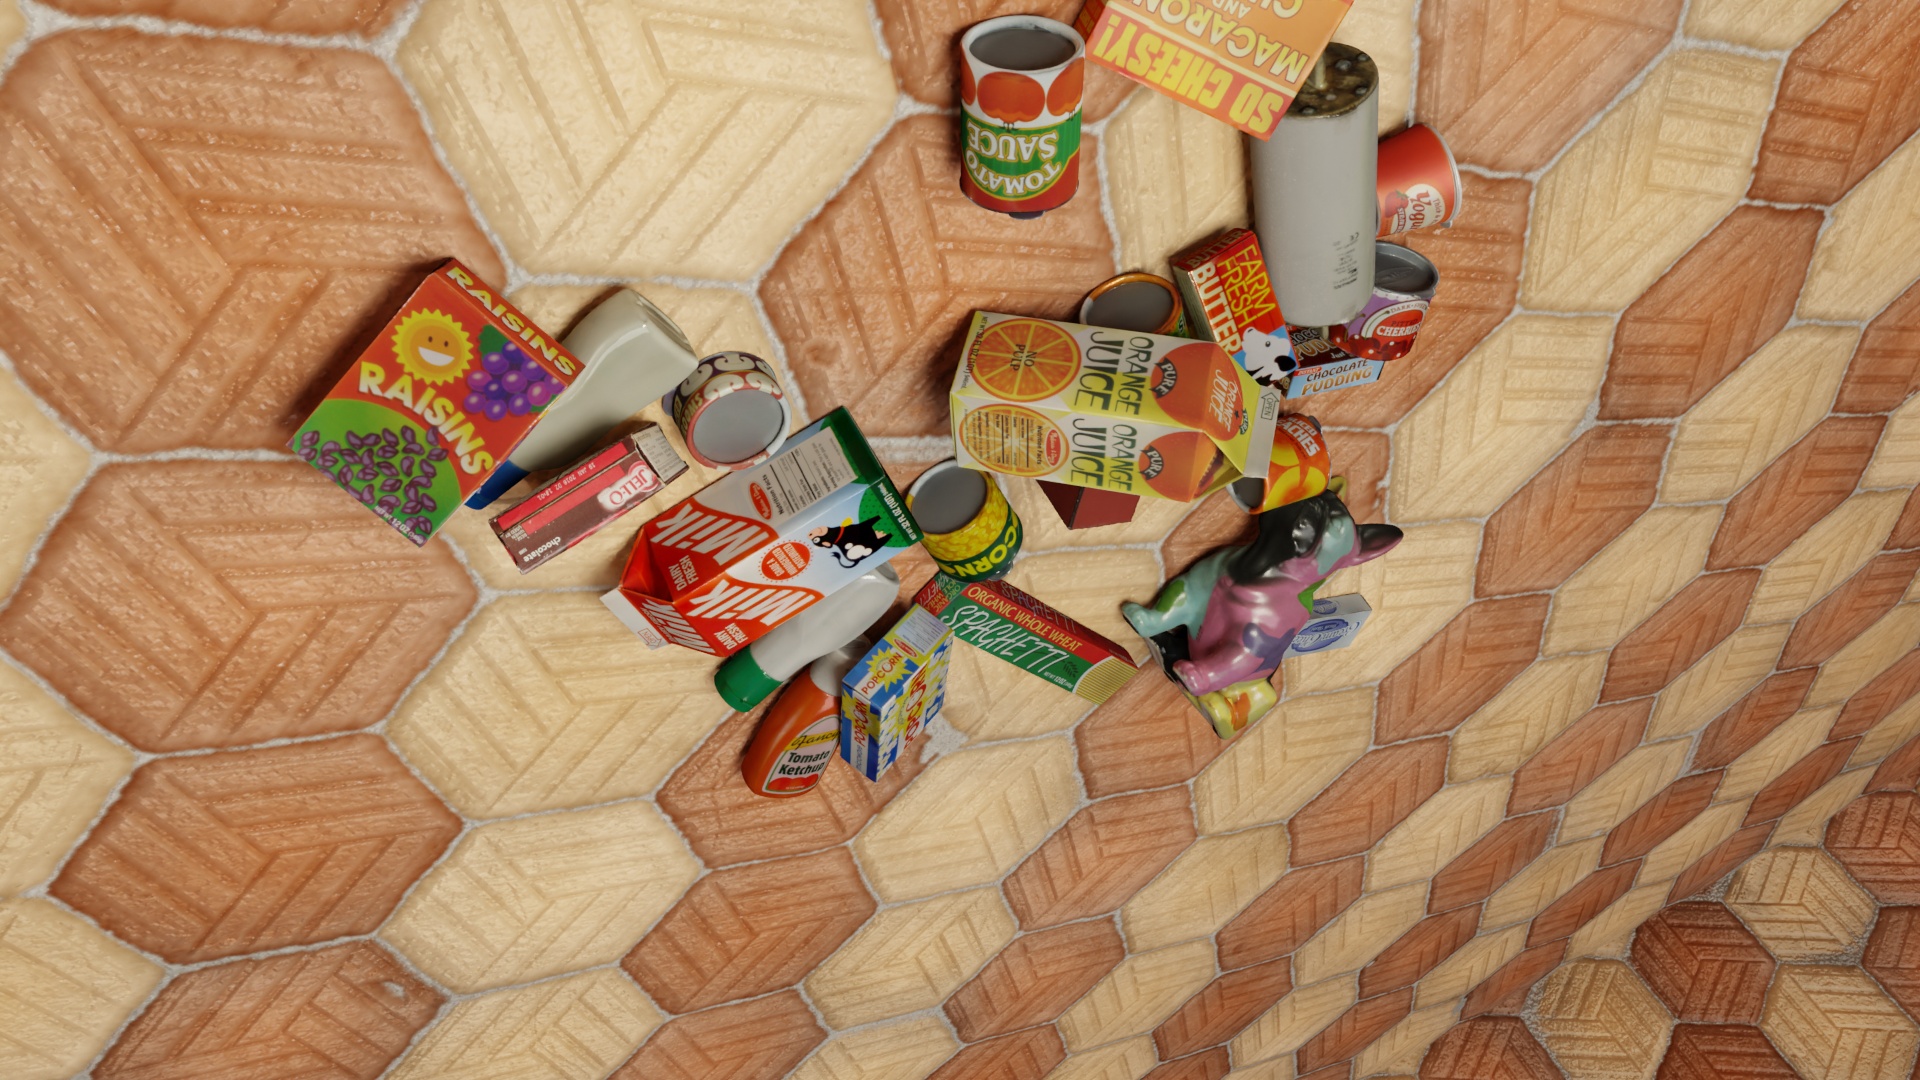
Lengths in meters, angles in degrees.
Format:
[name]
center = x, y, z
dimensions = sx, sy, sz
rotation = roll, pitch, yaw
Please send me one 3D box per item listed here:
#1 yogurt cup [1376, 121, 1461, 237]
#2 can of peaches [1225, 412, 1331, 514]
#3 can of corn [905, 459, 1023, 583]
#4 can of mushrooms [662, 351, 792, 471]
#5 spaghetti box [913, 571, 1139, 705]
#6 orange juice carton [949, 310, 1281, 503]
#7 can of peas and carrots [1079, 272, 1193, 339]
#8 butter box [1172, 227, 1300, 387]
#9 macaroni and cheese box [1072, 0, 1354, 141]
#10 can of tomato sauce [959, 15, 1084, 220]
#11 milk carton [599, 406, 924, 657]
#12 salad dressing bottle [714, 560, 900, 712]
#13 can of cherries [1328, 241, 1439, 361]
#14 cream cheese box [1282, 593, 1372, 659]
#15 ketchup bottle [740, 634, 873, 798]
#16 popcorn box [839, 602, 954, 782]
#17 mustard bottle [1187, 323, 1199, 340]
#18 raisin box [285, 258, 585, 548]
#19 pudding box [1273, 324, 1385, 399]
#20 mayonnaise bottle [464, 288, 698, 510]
[yogurt cup]
center = 0.286, -0.232, 0.907
dimensions = 0.054, 0.073, 0.072
rotation = -20, 140, -1
[can of peaches]
center = 0.237, -0.060, 1.051
dimensions = 0.058, 0.071, 0.070
rotation = -16, 138, -17
[can of corn]
center = 0.003, -0.012, 0.945
dimensions = 0.071, 0.071, 0.058
rotation = -33, 140, 2
[can of mushrooms]
center = -0.137, -0.075, 0.819
dimensions = 0.071, 0.033, 0.070
rotation = -18, 140, -16
[spaghetti box]
center = 0.058, 0.077, 1.107
dimensions = 0.050, 0.029, 0.250
rotation = -45, 139, 14
[orange juice carton]
center = 0.096, -0.079, 0.851
dimensions = 0.193, 0.072, 0.072
rotation = 9, 145, 10
[can of peas and carrots]
center = 0.117, -0.131, 0.898
dimensions = 0.071, 0.071, 0.058
rotation = -29, 140, -3
[butter box]
center = 0.180, -0.145, 0.904
dimensions = 0.053, 0.024, 0.103
rotation = -31, 116, -10
[macaroni and cheese box]
center = 0.151, -0.311, 0.726
dimensions = 0.124, 0.040, 0.165
rotation = 18, 123, -19
[can of tomato sauce]
center = 0.032, -0.226, 0.742
dimensions = 0.071, 0.071, 0.082
rotation = -18, 138, -16
[milk carton]
center = -0.129, 0.005, 0.875
dimensions = 0.191, 0.074, 0.072
rotation = -31, 141, -1
[salad dressing bottle]
center = -0.109, 0.062, 0.972
dimensions = 0.147, 0.044, 0.064
rotation = -41, 136, 13
[can of cherries]
center = 0.295, -0.166, 0.973
dimensions = 0.072, 0.072, 0.058
rotation = -13, 137, -21
[cream cheese box]
center = 0.327, 0.080, 1.289
dimensions = 0.104, 0.024, 0.053
rotation = -7, 136, -27
[ketchup bottle]
center = -0.111, 0.129, 1.040
dimensions = 0.065, 0.044, 0.148
rotation = 2, 129, -39
[popcorn box]
center = -0.048, 0.114, 1.026
dimensions = 0.085, 0.038, 0.126
rotation = -46, 161, -29
[mustard bottle]
center = 0.184, -0.089, 0.999
dimensions = 0.065, 0.049, 0.159
rotation = -19, 139, -14
[raisin box]
center = -0.266, -0.069, 0.708
dimensions = 0.086, 0.040, 0.123
rotation = 42, 105, -16
[pudding box]
center = 0.259, -0.134, 1.001
dimensions = 0.084, 0.050, 0.030
rotation = -12, 139, -22
[mayonnaise bottle]
center = -0.218, -0.074, 0.761
dimensions = 0.148, 0.041, 0.064
rotation = -36, 151, 7
